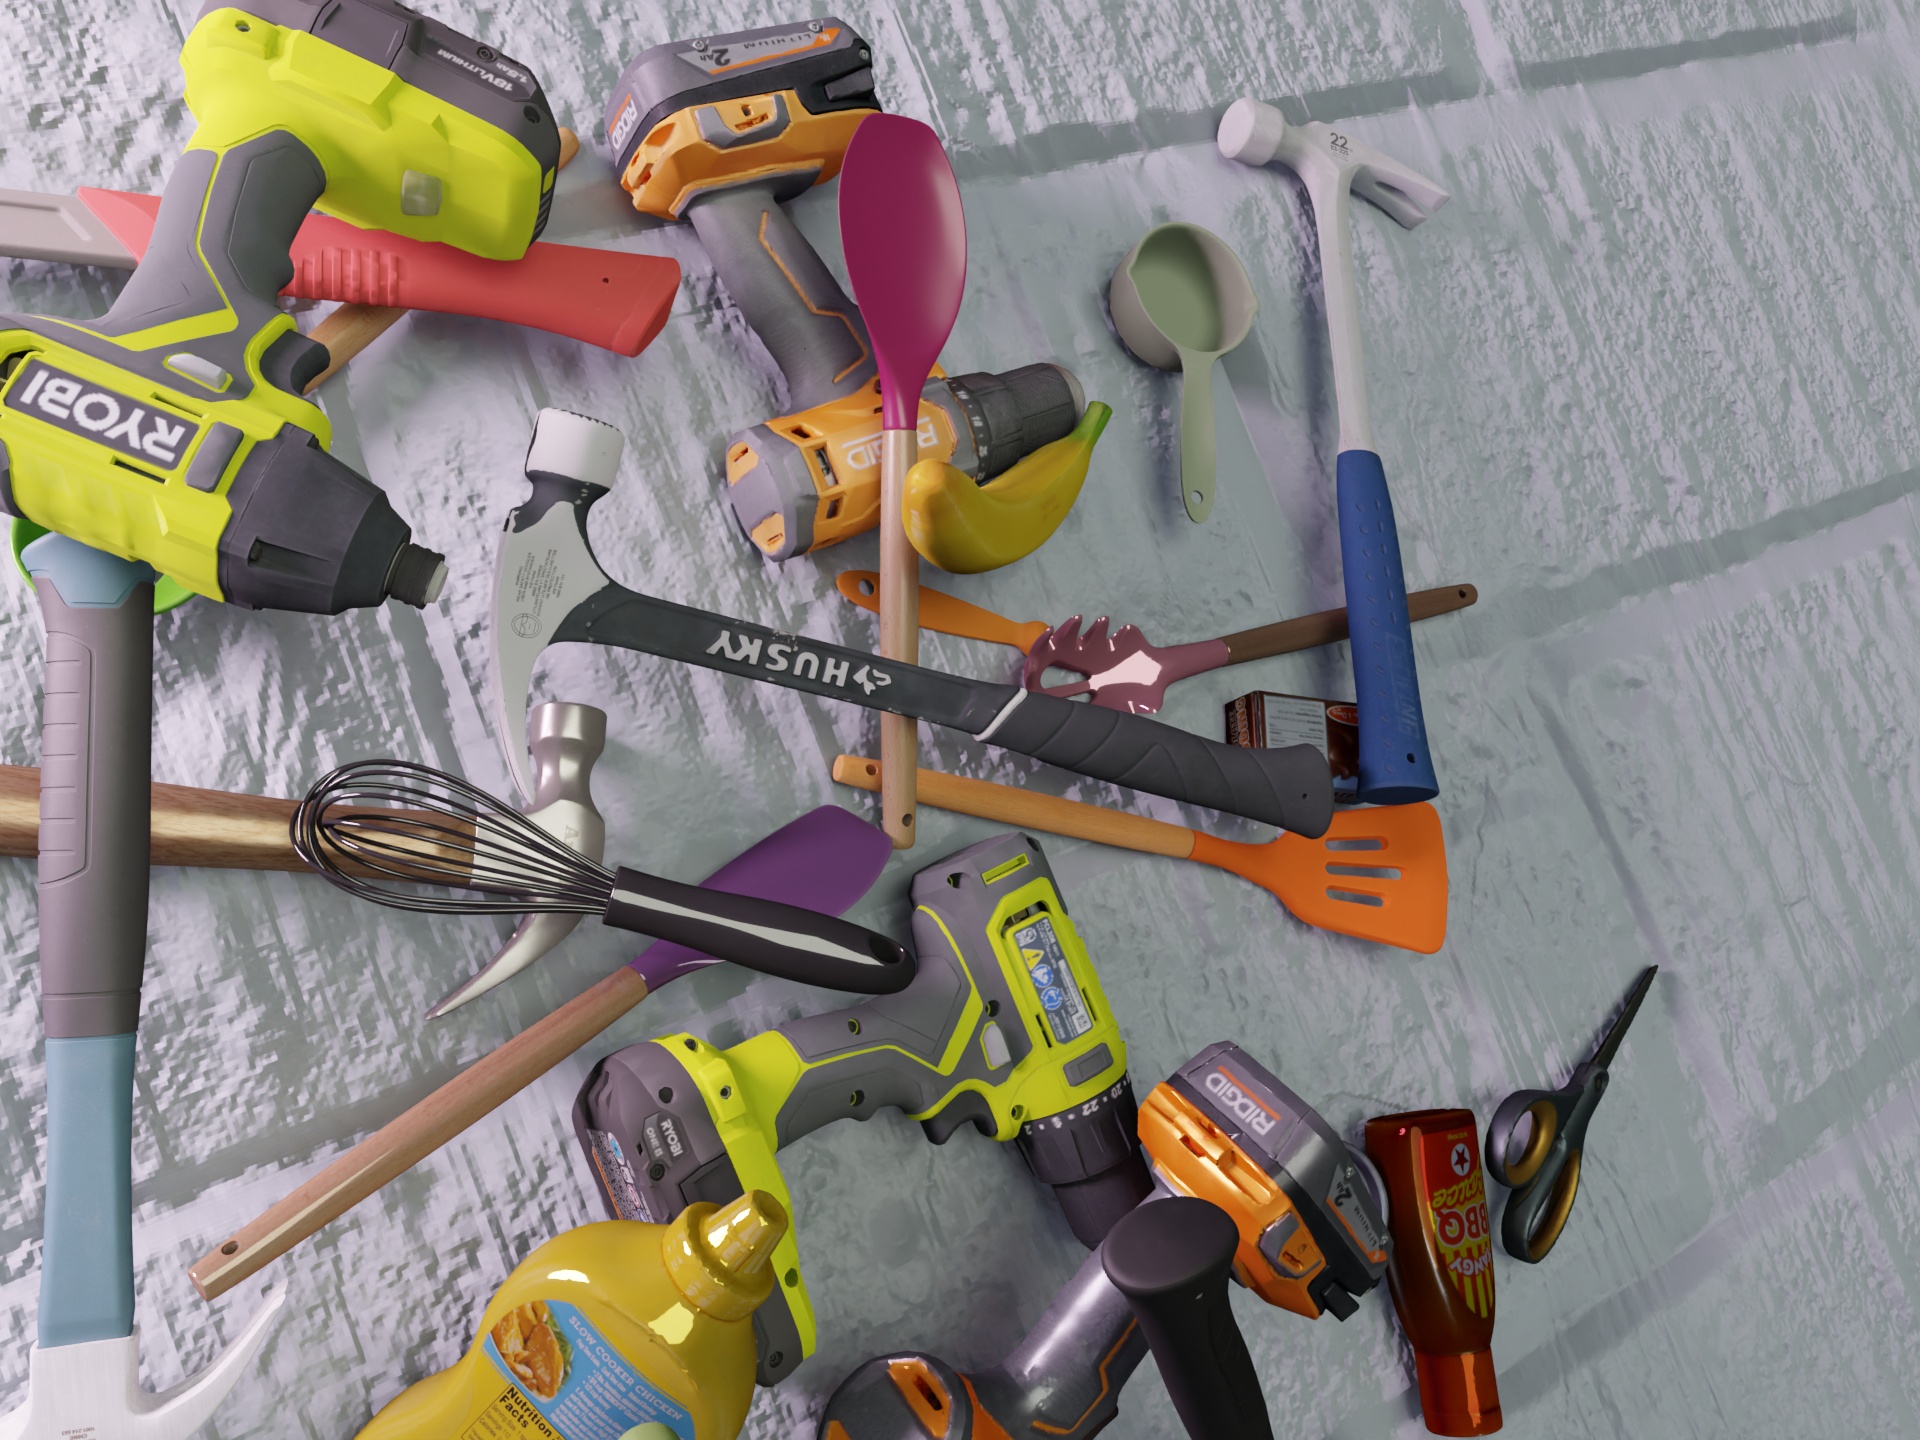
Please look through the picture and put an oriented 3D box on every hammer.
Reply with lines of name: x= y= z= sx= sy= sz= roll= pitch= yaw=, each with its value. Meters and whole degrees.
hammer: x=-0.292 y=-0.195 z=0.629 sx=0.359 sy=0.036 sz=0.149 roll=0 pitch=70 yaw=-21
hammer: x=0.101 y=0.279 z=0.604 sx=0.146 sy=0.035 sz=0.334 roll=-34 pitch=134 yaw=-14
hammer: x=-0.299 y=0.041 z=0.589 sx=0.331 sy=0.031 sz=0.130 roll=7 pitch=74 yaw=-24
hammer: x=-0.001 y=-0.002 z=0.690 sx=0.408 sy=0.036 sz=0.149 roll=15 pitch=91 yaw=-25
hammer: x=-0.299 y=0.094 z=0.544 sx=0.128 sy=0.033 sz=0.331 roll=0 pitch=86 yaw=-21
hammer: x=0.221 y=-0.152 z=0.866 sx=0.144 sy=0.035 sz=0.406 roll=8 pitch=68 yaw=-24

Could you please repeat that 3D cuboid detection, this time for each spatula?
spatula: x=-0.144 y=0.116 z=0.614 sx=0.060 sy=0.018 sz=0.316 roll=28 pitch=45 yaw=32
spatula: x=0.094 y=0.052 z=0.770 sx=0.322 sy=0.041 sz=0.081 roll=13 pitch=68 yaw=-21

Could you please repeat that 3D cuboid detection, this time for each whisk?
whisk: x=-0.130 y=0.065 z=0.601 sx=0.239 sy=0.055 sz=0.055 roll=17 pitch=70 yaw=-11

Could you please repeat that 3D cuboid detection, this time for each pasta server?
pasta server: x=0.161 y=-0.042 z=0.828 sx=0.316 sy=0.040 sz=0.060 roll=-13 pitch=84 yaw=-29

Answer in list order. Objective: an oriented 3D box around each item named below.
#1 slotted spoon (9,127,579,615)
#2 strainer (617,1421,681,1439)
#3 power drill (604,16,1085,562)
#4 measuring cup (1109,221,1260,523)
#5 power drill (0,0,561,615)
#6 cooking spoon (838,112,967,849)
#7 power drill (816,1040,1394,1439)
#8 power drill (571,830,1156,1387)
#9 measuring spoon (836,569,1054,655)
slotted spoon: x=-0.259 y=-0.155 z=0.661 sx=0.070 sy=0.031 sz=0.314 roll=40 pitch=62 yaw=-9
strainer: x=-0.084 y=0.317 z=0.559 sx=0.151 sy=0.069 sz=0.256 roll=-22 pitch=121 yaw=-17
power drill: x=-0.048 y=-0.204 z=0.747 sx=0.185 sy=0.084 sz=0.226 roll=-23 pitch=92 yaw=-28
measuring cup: x=0.116 y=-0.180 z=0.842 sx=0.083 sy=0.038 sz=0.168 roll=6 pitch=77 yaw=-24
power drill: x=-0.235 y=-0.149 z=0.564 sx=0.171 sy=0.080 sz=0.223 roll=22 pitch=63 yaw=-12
cooking spoon: x=-0.027 y=-0.101 z=0.699 sx=0.068 sy=0.017 sz=0.319 roll=-4 pitch=96 yaw=-38
power drill: x=0.066 y=0.256 z=0.643 sx=0.226 sy=0.084 sz=0.164 roll=-41 pitch=131 yaw=-11
power drill: x=-0.025 y=0.173 z=0.664 sx=0.228 sy=0.080 sz=0.190 roll=-23 pitch=91 yaw=-31
measuring spoon: x=-0.005 y=-0.052 z=0.765 sx=0.116 sy=0.011 sz=0.021 roll=15 pitch=71 yaw=-22
